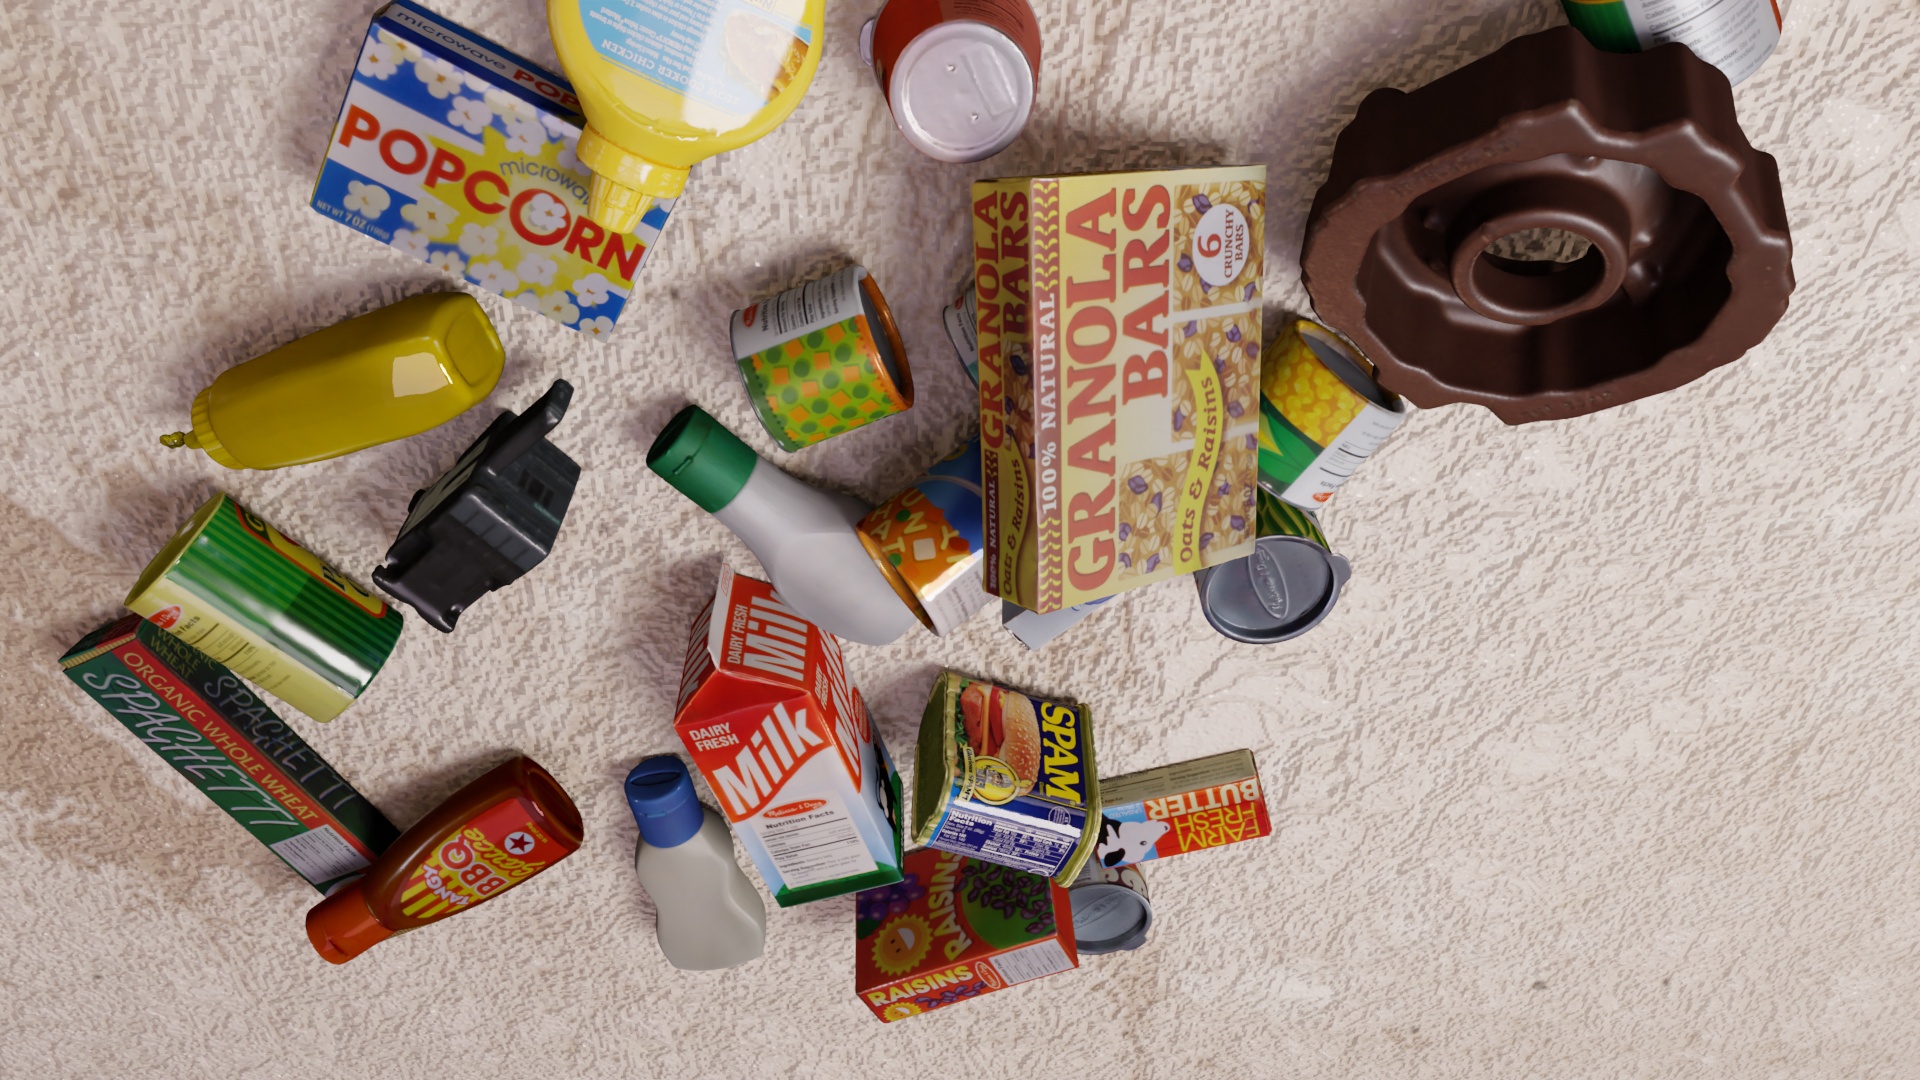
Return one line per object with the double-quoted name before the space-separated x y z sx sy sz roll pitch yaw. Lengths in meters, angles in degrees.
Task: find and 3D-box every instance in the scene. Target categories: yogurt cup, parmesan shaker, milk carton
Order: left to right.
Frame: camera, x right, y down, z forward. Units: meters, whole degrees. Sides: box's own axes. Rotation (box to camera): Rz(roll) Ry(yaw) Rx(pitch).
"parmesan shaker" -0.332 0.034 0.668 0.071 0.072 0.103 -35 121 21
"milk carton" -0.091 0.099 0.722 0.073 0.073 0.189 -14 127 8
"yogurt cup" -0.001 -0.179 0.530 0.072 0.054 0.072 -2 127 -2

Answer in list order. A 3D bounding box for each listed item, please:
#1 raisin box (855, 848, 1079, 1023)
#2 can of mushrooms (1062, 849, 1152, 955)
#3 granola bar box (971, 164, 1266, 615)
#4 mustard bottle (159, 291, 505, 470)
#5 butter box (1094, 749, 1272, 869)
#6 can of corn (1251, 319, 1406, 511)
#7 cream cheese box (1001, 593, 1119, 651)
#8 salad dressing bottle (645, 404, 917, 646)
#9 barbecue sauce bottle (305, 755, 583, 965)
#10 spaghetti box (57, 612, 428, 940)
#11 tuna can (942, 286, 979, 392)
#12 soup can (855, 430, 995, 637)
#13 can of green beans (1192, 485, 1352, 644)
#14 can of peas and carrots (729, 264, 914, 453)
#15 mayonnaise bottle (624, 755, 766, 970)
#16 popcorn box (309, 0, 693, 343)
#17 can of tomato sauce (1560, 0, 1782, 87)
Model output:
"raisin box" 0.001 0.219 0.805 0.123 0.086 0.040 -20 130 12
"can of mushrooms" 0.083 0.219 0.843 0.071 0.034 0.070 -1 126 -2
"granola bar box" 0.065 -0.065 0.560 0.124 0.039 0.165 -14 110 -34
"mustard bottle" -0.278 -0.062 0.602 0.160 0.066 0.048 -15 121 15
"butter box" 0.124 0.156 0.803 0.103 0.024 0.053 -14 125 7
"can of corn" 0.153 -0.058 0.621 0.071 0.071 0.058 27 120 -21
"cream cheese box" 0.065 0.006 0.671 0.103 0.053 0.024 -37 116 22
"salad dressing bottle" -0.080 -0.007 0.662 0.064 0.044 0.147 -41 117 19
"barbecue sauce bottle" -0.287 0.181 0.768 0.148 0.044 0.064 -31 122 1
"spaghetti box" -0.376 0.134 0.761 0.050 0.029 0.249 -21 125 12
"tuna can" 0.026 -0.080 0.598 0.032 0.071 0.071 -32 122 19
"soup can" 0.002 -0.008 0.633 0.084 0.071 0.071 -37 124 -10
"can of green beans" 0.144 0.007 0.672 0.071 0.058 0.071 -1 127 -1
"can of peas and carrots" -0.057 -0.076 0.597 0.058 0.071 0.070 -19 125 11
"mayonnaise bottle" -0.157 0.189 0.805 0.065 0.041 0.147 -8 125 2
"popcorn box" -0.182 -0.146 0.556 0.127 0.038 0.085 24 121 -19
"can of tomato sauce" 0.255 -0.211 0.511 0.071 0.071 0.083 -30 125 19
